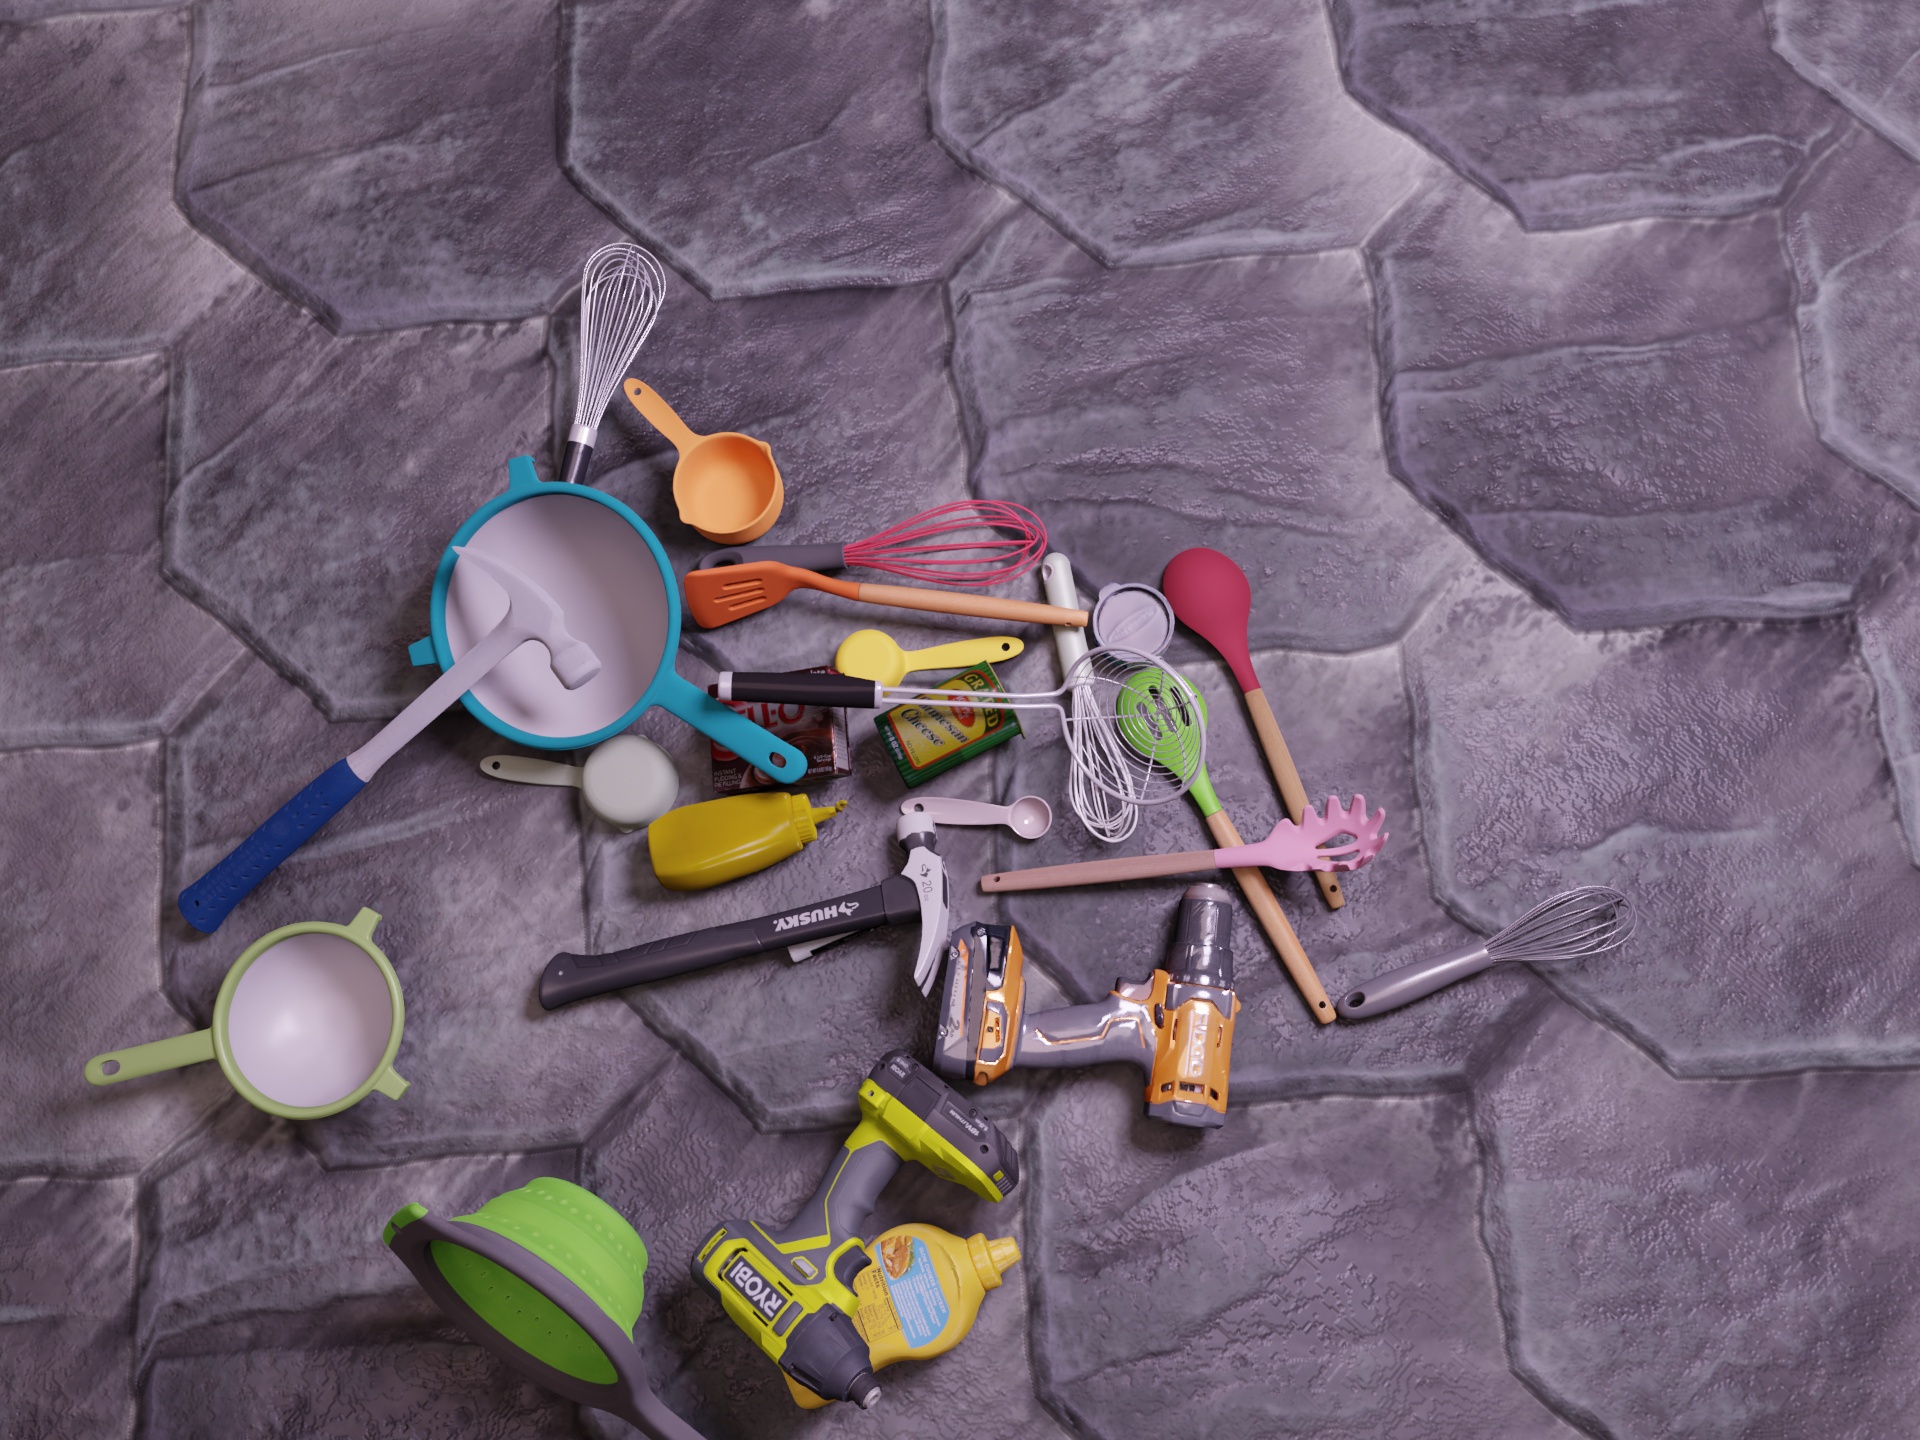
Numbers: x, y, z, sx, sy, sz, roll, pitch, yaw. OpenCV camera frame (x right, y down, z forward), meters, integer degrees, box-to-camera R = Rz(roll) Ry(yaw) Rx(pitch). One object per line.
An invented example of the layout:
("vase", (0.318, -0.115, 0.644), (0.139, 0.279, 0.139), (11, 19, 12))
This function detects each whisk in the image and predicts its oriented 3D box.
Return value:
("whisk", (0.402, 0.182, 1.219), (0.239, 0.055, 0.055), (-22, 78, 4))
("whisk", (-0.076, -0.138, 1.312), (0.296, 0.073, 0.073), (-4, 78, 9))
("whisk", (-0.315, -0.273, 1.357), (0.070, 0.070, 0.285), (13, 84, 6))
("whisk", (0.099, -0.021, 1.284), (0.059, 0.058, 0.246), (-1, 73, -31))

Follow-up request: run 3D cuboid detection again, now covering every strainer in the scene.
("strainer", (-0.554, 0.249, 1.259), (0.256, 0.069, 0.151), (-14, 80, 2))
("strainer", (-0.259, -0.051, 1.283), (0.340, 0.095, 0.211), (32, 98, 7))

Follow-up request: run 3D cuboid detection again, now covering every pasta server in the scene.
("pasta server", (0.169, 0.107, 1.233), (0.316, 0.040, 0.060), (-7, 54, 12))

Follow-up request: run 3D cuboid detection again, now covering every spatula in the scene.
("spatula", (-0.059, -0.093, 1.283), (0.322, 0.081, 0.041), (7, 61, 5))

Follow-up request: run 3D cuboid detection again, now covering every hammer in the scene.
("hammer", (-0.170, 0.176, 1.248), (0.335, 0.035, 0.146), (-14, 54, 5))
("hammer", (-0.474, 0.027, 1.263), (0.405, 0.035, 0.144), (-39, 86, 11))

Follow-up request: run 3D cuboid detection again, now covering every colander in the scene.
("colander", (-0.239, 0.460, 1.182), (0.397, 0.204, 0.094), (41, 49, -5))

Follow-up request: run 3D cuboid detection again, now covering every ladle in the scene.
("ladle", (0.242, 0.001, 1.276), (0.069, 0.031, 0.315), (-19, 80, -6))

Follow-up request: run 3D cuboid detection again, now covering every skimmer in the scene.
("skimmer", (-0.002, -0.004, 1.190), (0.363, 0.090, 0.127), (3, 118, -3))

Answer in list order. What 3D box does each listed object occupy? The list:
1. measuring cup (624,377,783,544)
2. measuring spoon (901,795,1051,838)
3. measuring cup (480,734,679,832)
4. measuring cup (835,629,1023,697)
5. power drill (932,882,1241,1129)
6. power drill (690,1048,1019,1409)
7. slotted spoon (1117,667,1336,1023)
("measuring cup", (-0.220, -0.220, 1.340), (0.095, 0.052, 0.174), (-43, 77, -5))
("measuring spoon", (0.013, 0.074, 1.285), (0.124, 0.018, 0.034), (4, 91, 11))
("measuring cup", (-0.315, 0.043, 1.298), (0.167, 0.038, 0.083), (7, 79, 3))
("measuring cup", (-0.027, -0.054, 1.301), (0.156, 0.029, 0.062), (-8, 78, 5))
("power drill", (0.101, 0.205, 1.219), (0.226, 0.084, 0.185), (8, 77, 2))
("power drill", (-0.067, 0.369, 1.159), (0.171, 0.080, 0.223), (31, 71, 33))
("slotted spoon", (0.215, 0.096, 1.258), (0.070, 0.031, 0.314), (-27, 80, -1))
